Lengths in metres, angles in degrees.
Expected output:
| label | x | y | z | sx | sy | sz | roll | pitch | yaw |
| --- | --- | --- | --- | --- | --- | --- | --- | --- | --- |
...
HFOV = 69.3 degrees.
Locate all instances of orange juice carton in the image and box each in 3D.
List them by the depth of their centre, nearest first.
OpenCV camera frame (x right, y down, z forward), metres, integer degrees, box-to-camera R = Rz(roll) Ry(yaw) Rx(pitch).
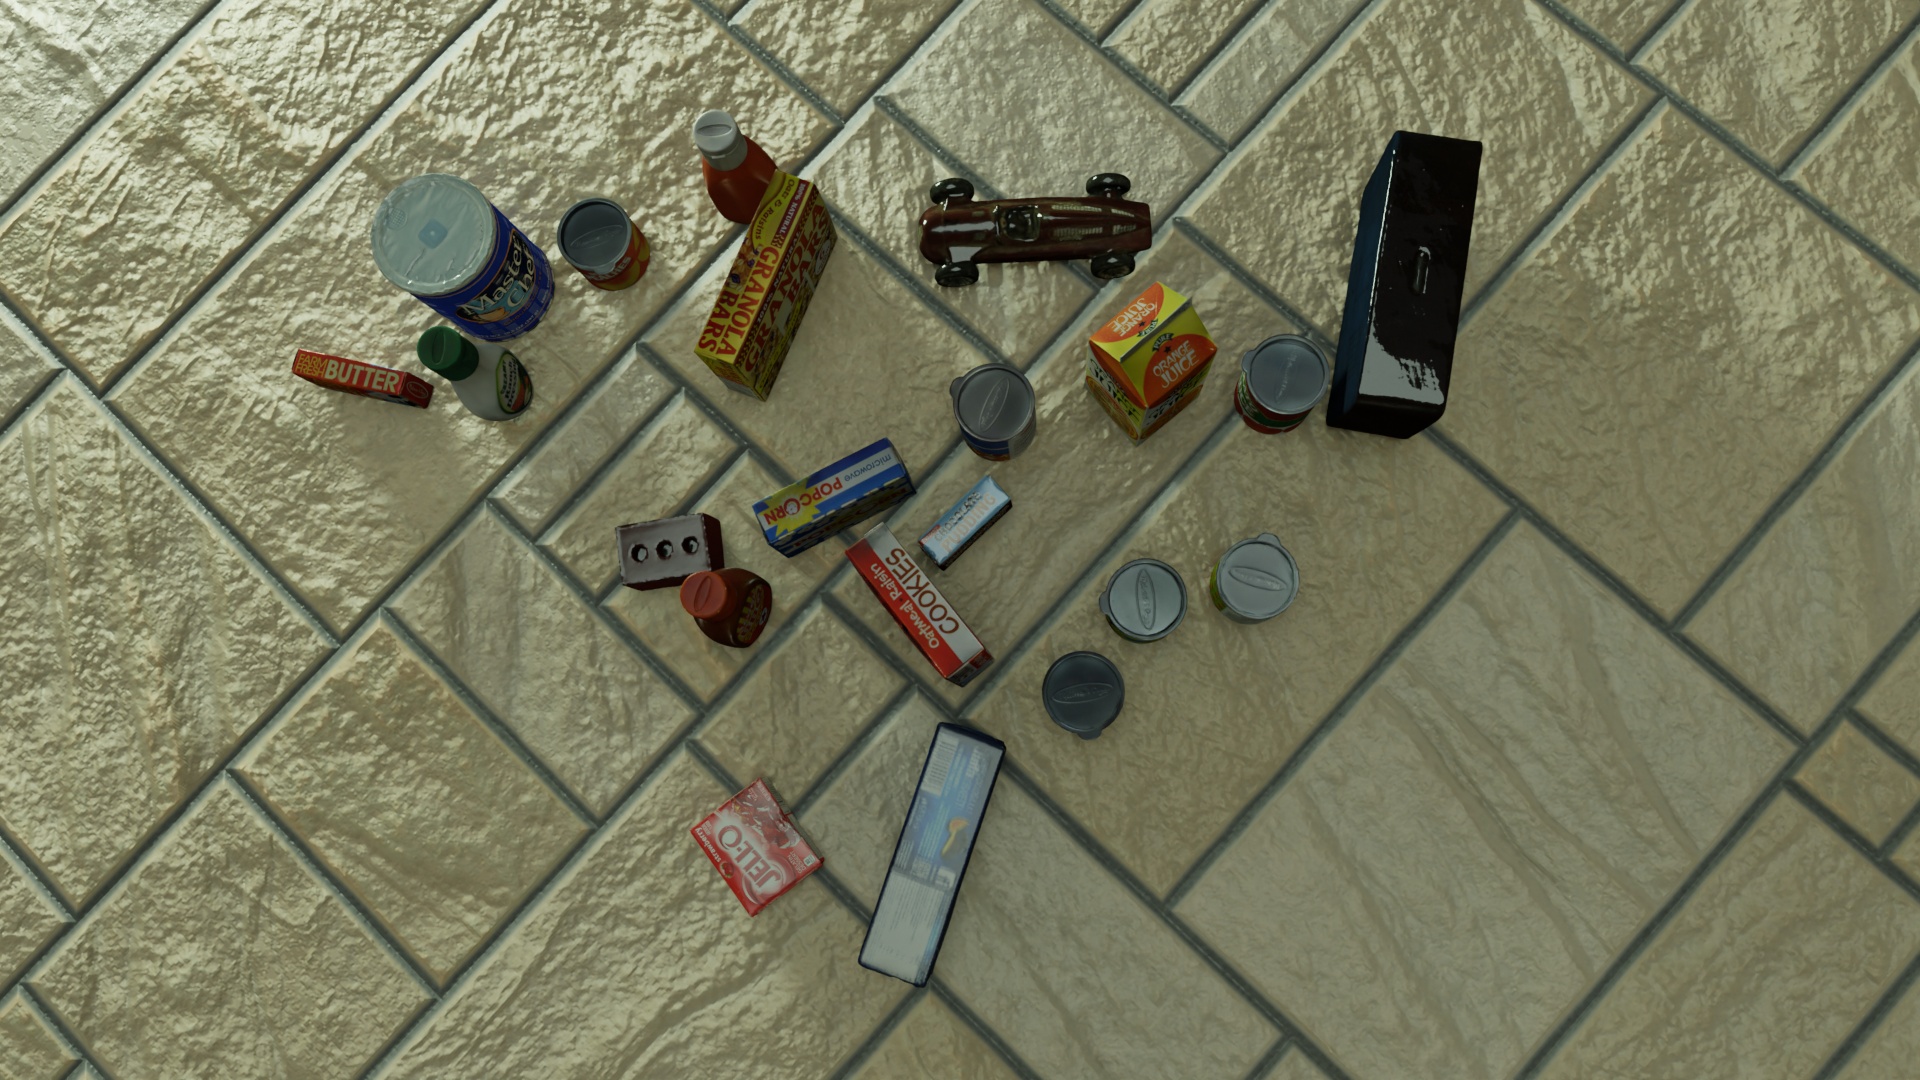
| label | x | y | z | sx | sy | sz | roll | pitch | yaw |
| --- | --- | --- | --- | --- | --- | --- | --- | --- | --- |
| orange juice carton | 0.149 | -0.141 | 1.102 | 0.072 | 0.192 | 0.073 | -39 | 81 | -2 |

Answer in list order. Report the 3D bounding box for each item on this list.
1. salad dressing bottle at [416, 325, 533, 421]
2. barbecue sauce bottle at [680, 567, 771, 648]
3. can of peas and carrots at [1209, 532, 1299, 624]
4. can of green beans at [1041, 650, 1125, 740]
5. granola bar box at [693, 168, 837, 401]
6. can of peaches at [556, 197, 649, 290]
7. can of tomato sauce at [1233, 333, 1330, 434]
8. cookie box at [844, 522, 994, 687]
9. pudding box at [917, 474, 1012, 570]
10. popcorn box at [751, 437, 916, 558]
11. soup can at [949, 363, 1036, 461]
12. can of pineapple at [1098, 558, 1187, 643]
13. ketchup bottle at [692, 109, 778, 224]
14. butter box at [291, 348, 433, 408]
| label | x | y | z | sx | sy | sz | roll | pitch | yaw |
| --- | --- | --- | --- | --- | --- | --- | --- | --- | --- |
| salad dressing bottle | -0.405 | -0.141 | 1.161 | 0.044 | 0.147 | 0.064 | 3 | 82 | 4 |
| barbecue sauce bottle | -0.189 | 0.051 | 1.117 | 0.044 | 0.148 | 0.065 | 18 | 83 | 6 |
| can of peas and carrots | 0.240 | 0.032 | 1.137 | 0.071 | 0.058 | 0.071 | -1 | 81 | 4 |
| can of green beans | 0.100 | 0.125 | 1.132 | 0.071 | 0.057 | 0.071 | -1 | 81 | 4 |
| granola bar box | -0.159 | -0.210 | 1.168 | 0.039 | 0.124 | 0.165 | 22 | 83 | 7 |
| can of peaches | -0.312 | -0.257 | 1.219 | 0.071 | 0.058 | 0.071 | -1 | 81 | 4 |
| can of tomato sauce | 0.262 | -0.127 | 1.148 | 0.071 | 0.083 | 0.071 | -1 | 81 | 4 |
| cookie box | -0.029 | 0.055 | 1.096 | 0.040 | 0.167 | 0.123 | -39 | 81 | -2 |
| pudding box | 0.004 | -0.015 | 1.164 | 0.084 | 0.049 | 0.030 | -43 | 81 | -3 |
| popcorn box | -0.103 | -0.034 | 1.156 | 0.127 | 0.085 | 0.038 | -27 | 81 | -1 |
| soup can | 0.028 | -0.107 | 1.160 | 0.071 | 0.083 | 0.071 | -1 | 81 | 4 |
| can of pineapple | 0.149 | 0.050 | 1.140 | 0.071 | 0.058 | 0.071 | -1 | 81 | 4 |
| ketchup bottle | -0.189 | -0.314 | 1.174 | 0.065 | 0.148 | 0.043 | -5 | 81 | 3 |
| butter box | -0.523 | -0.141 | 1.217 | 0.103 | 0.053 | 0.024 | 12 | 83 | 6 |
